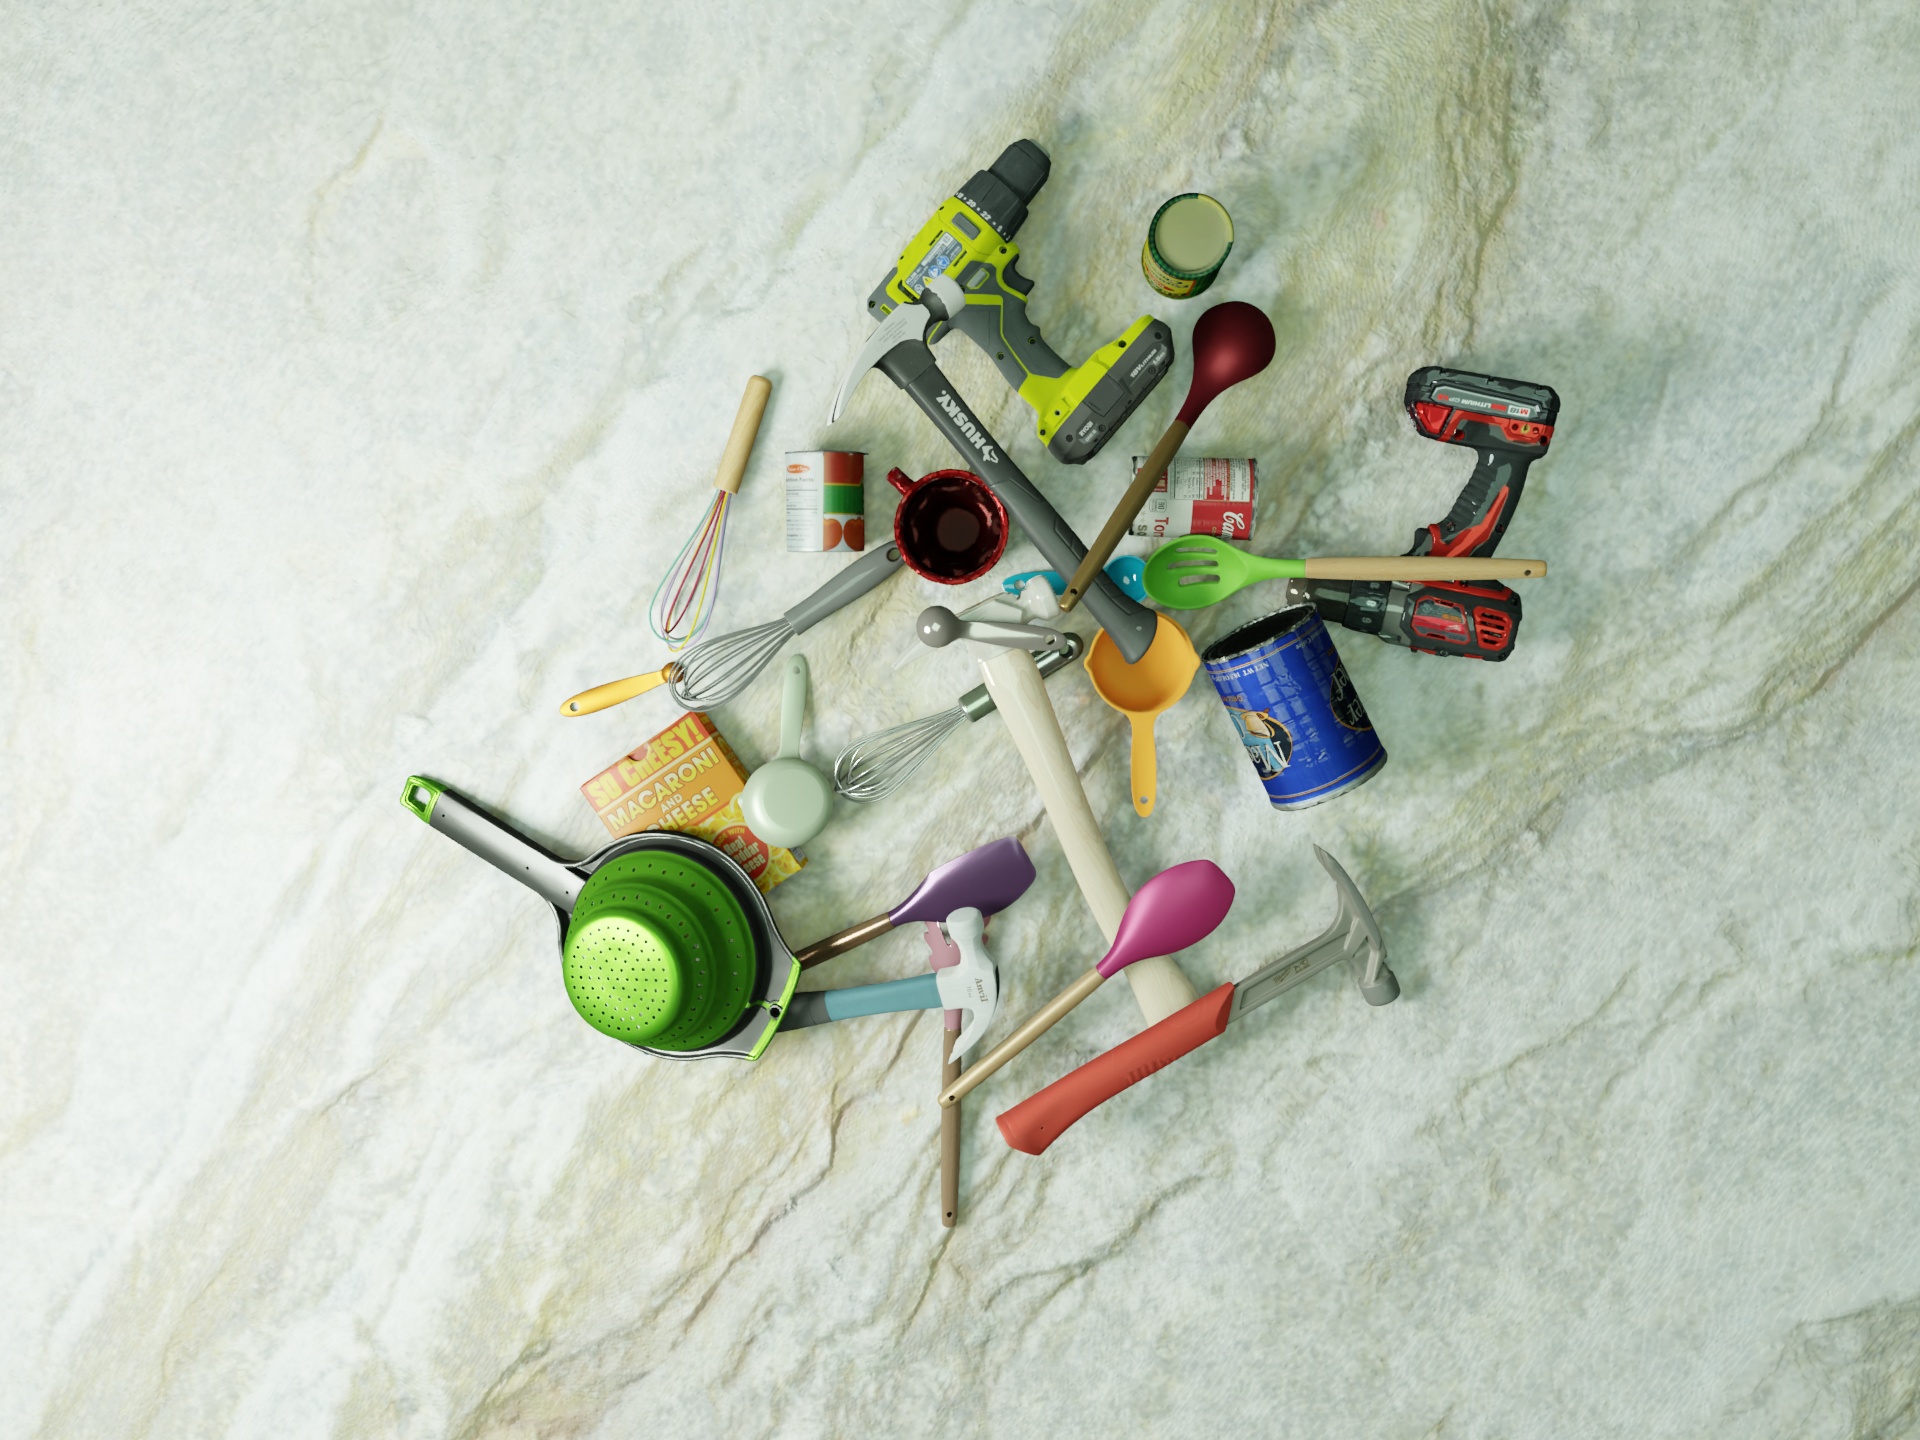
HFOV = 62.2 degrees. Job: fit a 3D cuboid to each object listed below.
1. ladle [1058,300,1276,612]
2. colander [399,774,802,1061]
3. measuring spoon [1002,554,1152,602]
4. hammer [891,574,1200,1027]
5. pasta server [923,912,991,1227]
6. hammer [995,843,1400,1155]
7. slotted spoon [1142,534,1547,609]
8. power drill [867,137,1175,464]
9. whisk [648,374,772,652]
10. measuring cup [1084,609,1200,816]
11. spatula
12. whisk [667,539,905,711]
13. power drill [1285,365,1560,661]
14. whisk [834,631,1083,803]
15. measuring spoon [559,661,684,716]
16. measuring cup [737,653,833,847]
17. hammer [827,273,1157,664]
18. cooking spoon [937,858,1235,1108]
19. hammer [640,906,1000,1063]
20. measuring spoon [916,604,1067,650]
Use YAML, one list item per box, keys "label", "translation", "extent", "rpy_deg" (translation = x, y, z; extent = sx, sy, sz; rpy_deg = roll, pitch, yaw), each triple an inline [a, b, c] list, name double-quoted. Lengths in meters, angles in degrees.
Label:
- label: "ladle"
  translation: [0.162, -0.215, 1.270]
  extent: [0.069, 0.031, 0.315]
  rpy_deg: [31, 77, 6]
- label: "colander"
  translation: [-0.330, 0.160, 1.332]
  extent: [0.397, 0.094, 0.204]
  rpy_deg: [29, 107, 11]
- label: "measuring spoon"
  translation: [0.100, -0.118, 1.349]
  extent: [0.128, 0.021, 0.042]
  rpy_deg: [-1, 97, 13]
- label: "hammer"
  translation: [0.089, 0.093, 1.335]
  extent: [0.146, 0.038, 0.410]
  rpy_deg: [-26, 100, -3]
- label: "pasta server"
  translation: [-0.006, 0.291, 1.392]
  extent: [0.060, 0.040, 0.316]
  rpy_deg: [2, 100, 4]
- label: "hammer"
  translation: [0.188, 0.250, 1.333]
  extent: [0.359, 0.037, 0.149]
  rpy_deg: [-29, 102, -3]
- label: "slotted spoon"
  translation: [0.303, -0.120, 1.275]
  extent: [0.314, 0.031, 0.070]
  rpy_deg: [1, 126, 16]
- label: "power drill"
  translation: [0.063, -0.339, 1.297]
  extent: [0.228, 0.080, 0.190]
  rpy_deg: [42, 98, 2]
- label: "whisk"
  translation: [-0.210, -0.175, 1.351]
  extent: [0.051, 0.047, 0.245]
  rpy_deg: [18, 92, -7]
- label: "measuring cup"
  translation: [0.152, -0.008, 1.337]
  extent: [0.095, 0.052, 0.173]
  rpy_deg: [-1, 98, 4]
- label: "spatula"
  translation: [-0.079, 0.182, 1.362]
  extent: [0.316, 0.018, 0.059]
  rpy_deg: [-25, 103, 16]
- label: "whisk"
  translation: [-0.144, -0.084, 1.346]
  extent: [0.239, 0.055, 0.055]
  rpy_deg: [-34, 93, -3]
- label: "power drill"
  translation: [0.377, -0.169, 1.294]
  extent: [0.188, 0.080, 0.226]
  rpy_deg: [12, 101, 9]
- label: "whisk"
  translation: [-0.002, -0.004, 1.350]
  extent: [0.246, 0.059, 0.057]
  rpy_deg: [-32, 105, 2]
- label: "measuring spoon"
  translation: [-0.296, -0.025, 1.383]
  extent: [0.117, 0.011, 0.021]
  rpy_deg: [-18, 94, 5]
- label: "measuring cup"
  translation: [-0.142, 0.024, 1.348]
  extent: [0.083, 0.038, 0.168]
  rpy_deg: [6, 82, -16]
- label: "hammer"
  translation: [0.039, -0.177, 1.254]
  extent: [0.146, 0.035, 0.334]
  rpy_deg: [-44, 102, -15]
- label: "cooking spoon"
  translation: [0.100, 0.228, 1.338]
  extent: [0.319, 0.017, 0.068]
  rpy_deg: [-42, 99, 13]
- label: "hammer"
  translation: [-0.125, 0.245, 1.362]
  extent: [0.331, 0.033, 0.128]
  rpy_deg: [-11, 108, 15]
- label: "measuring spoon"
  translation: [0.026, -0.070, 1.276]
  extent: [0.124, 0.018, 0.034]
  rpy_deg: [6, 97, -8]
